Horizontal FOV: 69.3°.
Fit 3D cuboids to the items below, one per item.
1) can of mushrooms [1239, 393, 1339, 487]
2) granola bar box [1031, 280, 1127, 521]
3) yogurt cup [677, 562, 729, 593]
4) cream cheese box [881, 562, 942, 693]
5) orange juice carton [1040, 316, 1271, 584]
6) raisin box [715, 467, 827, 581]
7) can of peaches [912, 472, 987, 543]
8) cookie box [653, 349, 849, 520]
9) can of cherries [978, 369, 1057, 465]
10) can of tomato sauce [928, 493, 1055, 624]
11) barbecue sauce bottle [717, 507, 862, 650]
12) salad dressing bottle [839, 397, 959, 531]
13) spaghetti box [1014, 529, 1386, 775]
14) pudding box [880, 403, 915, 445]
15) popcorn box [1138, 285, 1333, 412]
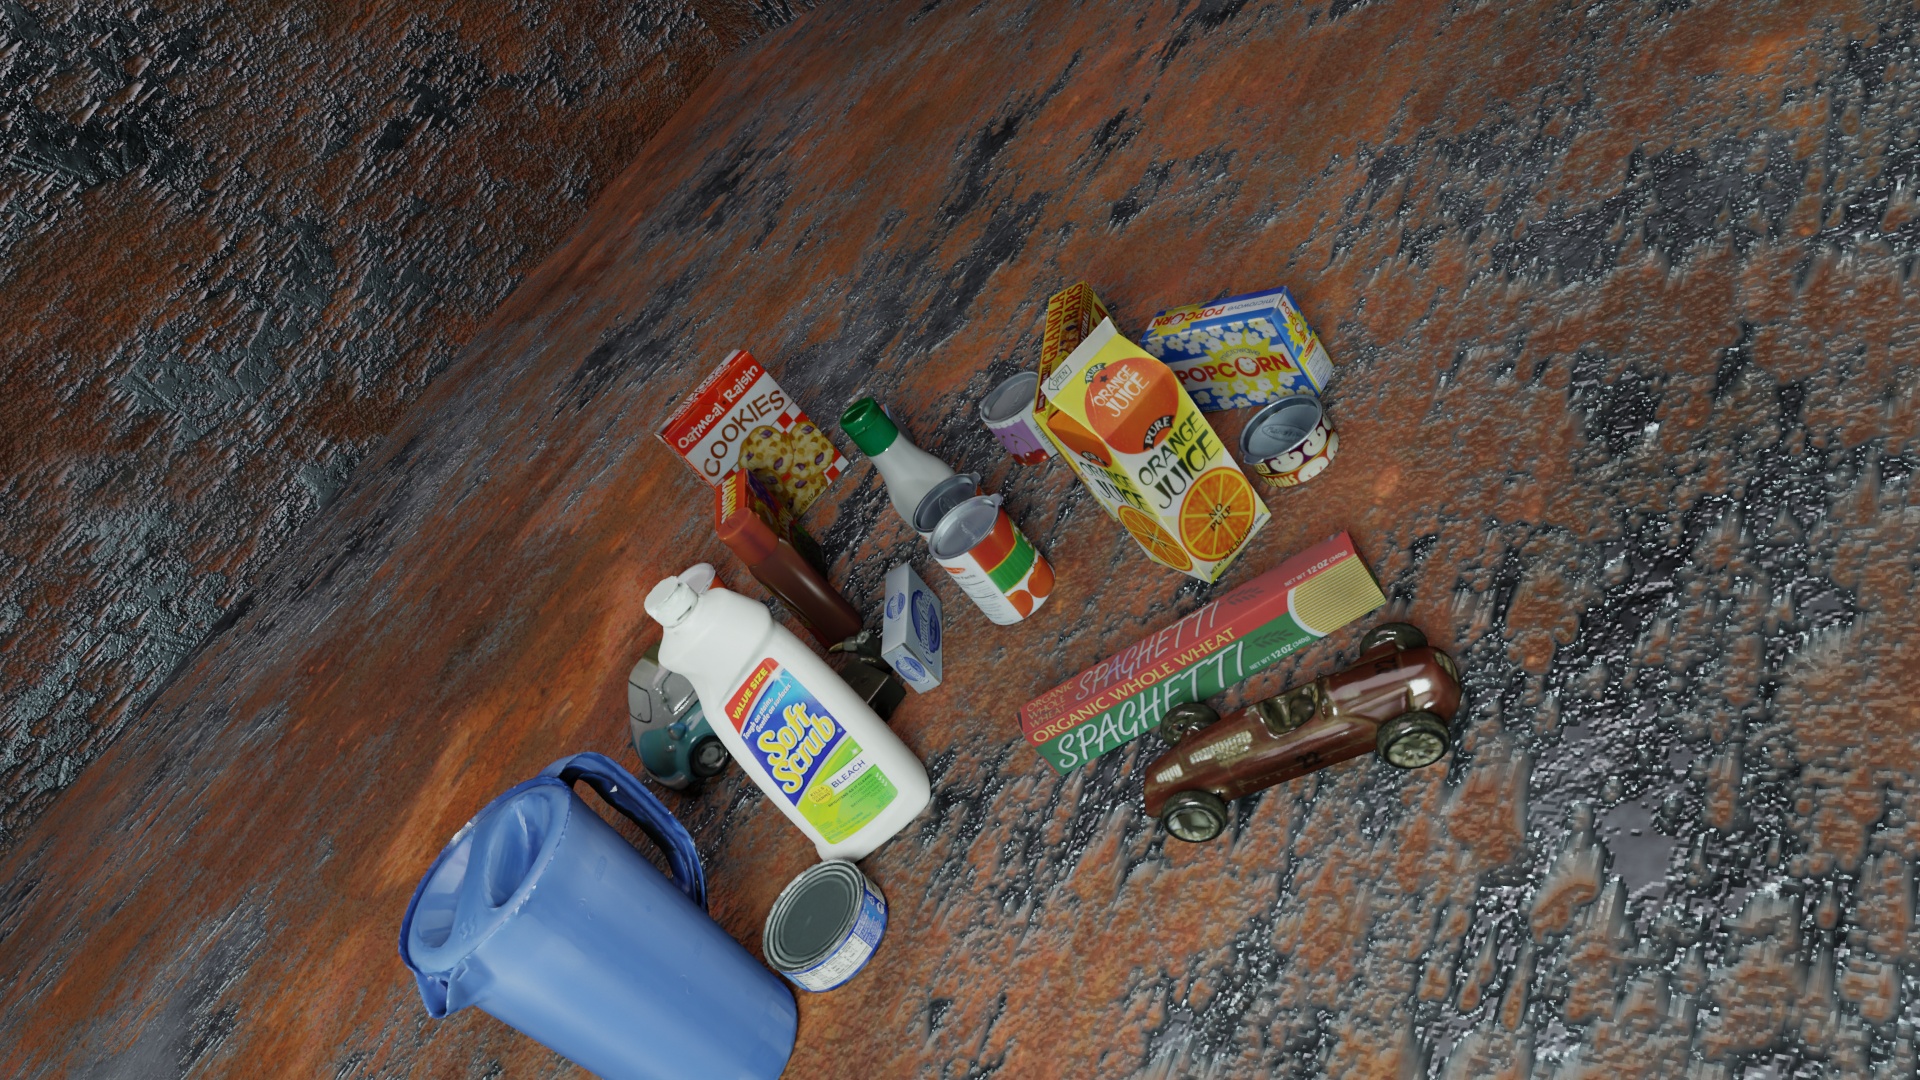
[{"bbox_3d":[0.239,-0.071,1.017,0.071,0.033,0.071,-28,32,20],"label":"can of mushrooms"},{"bbox_3d":[0.112,-0.115,1.126,0.039,0.124,0.166,-23,34,28],"label":"granola bar box"},{"bbox_3d":[-0.255,0.064,1.374,0.072,0.054,0.073,-29,32,20],"label":"yogurt cup"},{"bbox_3d":[-0.038,0.070,1.123,0.024,0.053,0.104,-29,32,20],"label":"cream cheese box"},{"bbox_3d":[0.130,-0.064,0.971,0.072,0.192,0.073,-47,30,-11],"label":"orange juice carton"},{"bbox_3d":[-0.176,0.001,1.300,0.040,0.123,0.086,-34,31,12],"label":"raisin box"},{"bbox_3d":[0.004,-0.015,1.182,0.071,0.058,0.071,-29,32,20],"label":"can of peaches"},{"bbox_3d":[-0.211,-0.094,1.419,0.123,0.167,0.040,-50,31,-15],"label":"cookie box"},{"bbox_3d":[0.059,-0.109,1.244,0.071,0.058,0.072,-29,32,20],"label":"can of cherries"},{"bbox_3d":[0.027,0.015,1.093,0.071,0.083,0.071,-29,32,20],"label":"can of tomato sauce"},{"bbox_3d":[-0.148,0.033,1.201,0.044,0.148,0.065,-46,30,-8],"label":"barbecue sauce bottle"},{"bbox_3d":[-0.046,-0.061,1.211,0.064,0.147,0.044,-27,33,23],"label":"salad dressing bottle"},{"bbox_3d":[0.152,0.077,0.903,0.249,0.050,0.029,-31,31,16],"label":"spaghetti box"},{"bbox_3d":[-0.067,-0.096,1.378,0.030,0.049,0.084,-35,30,10],"label":"pudding box"},{"bbox_3d":[0.216,-0.147,1.091,0.126,0.085,0.038,-4,46,46],"label":"popcorn box"}]
